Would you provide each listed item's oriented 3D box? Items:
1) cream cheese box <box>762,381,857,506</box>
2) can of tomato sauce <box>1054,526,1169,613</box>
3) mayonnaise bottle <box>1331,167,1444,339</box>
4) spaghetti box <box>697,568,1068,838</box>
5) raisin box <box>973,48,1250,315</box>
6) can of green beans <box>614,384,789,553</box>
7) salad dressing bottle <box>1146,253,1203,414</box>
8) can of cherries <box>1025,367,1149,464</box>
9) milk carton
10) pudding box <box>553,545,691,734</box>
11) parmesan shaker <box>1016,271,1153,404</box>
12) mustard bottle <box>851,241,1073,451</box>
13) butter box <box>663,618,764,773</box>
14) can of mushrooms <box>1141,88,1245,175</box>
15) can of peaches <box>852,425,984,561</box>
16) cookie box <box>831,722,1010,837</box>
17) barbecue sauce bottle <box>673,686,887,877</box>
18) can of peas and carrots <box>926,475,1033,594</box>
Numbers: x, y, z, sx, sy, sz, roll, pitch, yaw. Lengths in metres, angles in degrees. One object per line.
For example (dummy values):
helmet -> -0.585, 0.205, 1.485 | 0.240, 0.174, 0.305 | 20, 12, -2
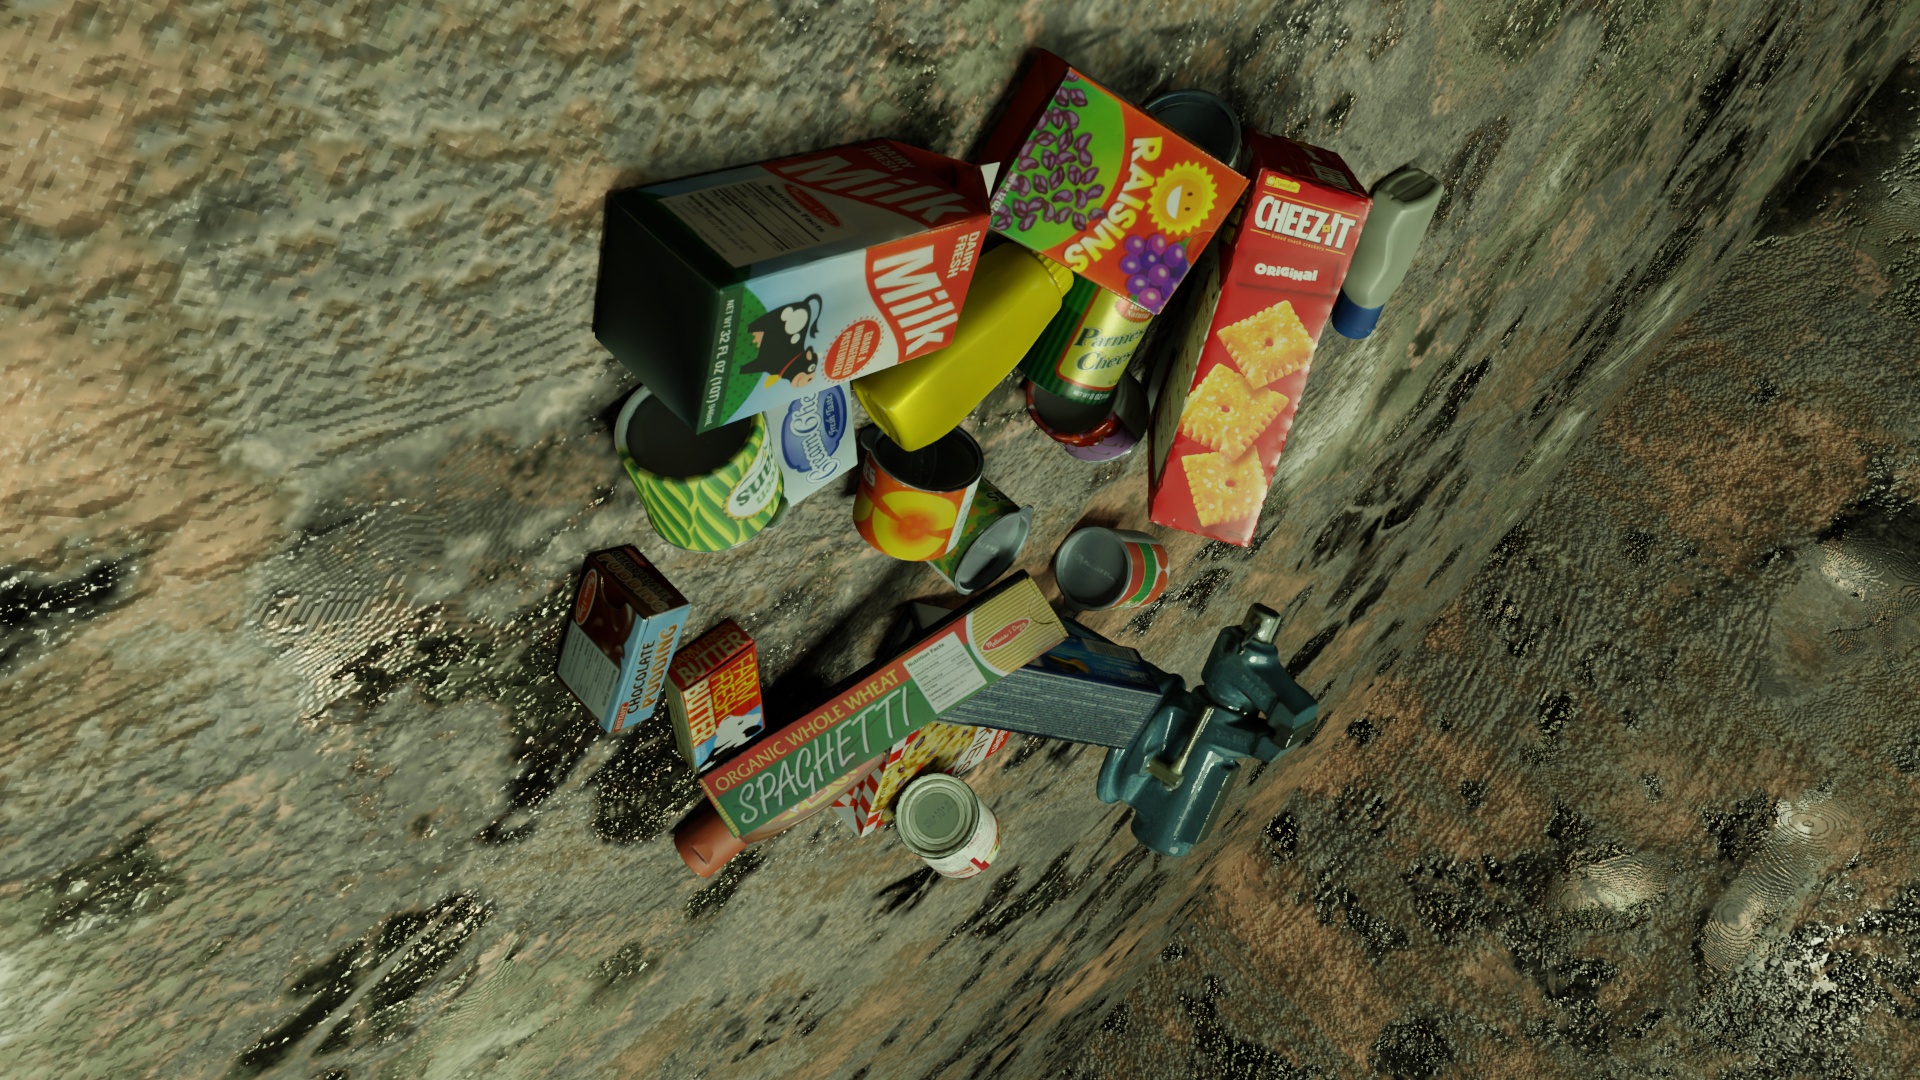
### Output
cream cheese box -> -0.082, -0.063, 0.704 | 0.053, 0.024, 0.103 | -36, 153, -22
can of tomato sauce -> 0.122, 0.025, 1.115 | 0.071, 0.071, 0.083 | -56, 155, 16
mayonnaise bottle -> 0.343, -0.230, 1.136 | 0.065, 0.041, 0.147 | -32, 152, -28
spaghetti box -> -0.051, 0.104, 0.889 | 0.250, 0.050, 0.029 | -32, -170, 2
raisin box -> 0.073, -0.178, 0.703 | 0.123, 0.040, 0.086 | 21, 112, -32
can of green beans -> -0.118, -0.037, 0.633 | 0.071, 0.071, 0.057 | -39, 154, -19
salad dressing bottle -> 0.165, -0.134, 0.982 | 0.064, 0.044, 0.146 | -36, 152, -32
can of cherries -> 0.079, -0.087, 0.886 | 0.071, 0.071, 0.058 | -50, 155, 5
milk carton -> -0.056, -0.119, 0.606 | 0.191, 0.073, 0.072 | -26, 148, -40
pudding box -> -0.170, 0.050, 0.696 | 0.030, 0.050, 0.083 | -20, 143, -48
parmesan shaker -> 0.082, -0.138, 0.809 | 0.071, 0.071, 0.102 | -16, 140, -49
mustard bottle -> 0.013, -0.119, 0.748 | 0.160, 0.049, 0.065 | -44, 153, -11
butter box -> -0.147, 0.095, 0.830 | 0.053, 0.024, 0.103 | -34, 152, -26
can of mushrooms -> 0.122, -0.211, 0.769 | 0.071, 0.071, 0.033 | -48, 157, 0
can of peaches -> -0.027, -0.031, 0.795 | 0.071, 0.071, 0.057 | -27, 149, -38
cookie box -> -0.017, 0.151, 1.106 | 0.168, 0.040, 0.122 | -26, 148, -40
barbecue sauce bottle -> -0.124, 0.167, 0.934 | 0.148, 0.065, 0.044 | -39, -171, 0
can of peas and carrots -> 0.003, -0.011, 0.878 | 0.071, 0.059, 0.070 | -38, 153, -23
